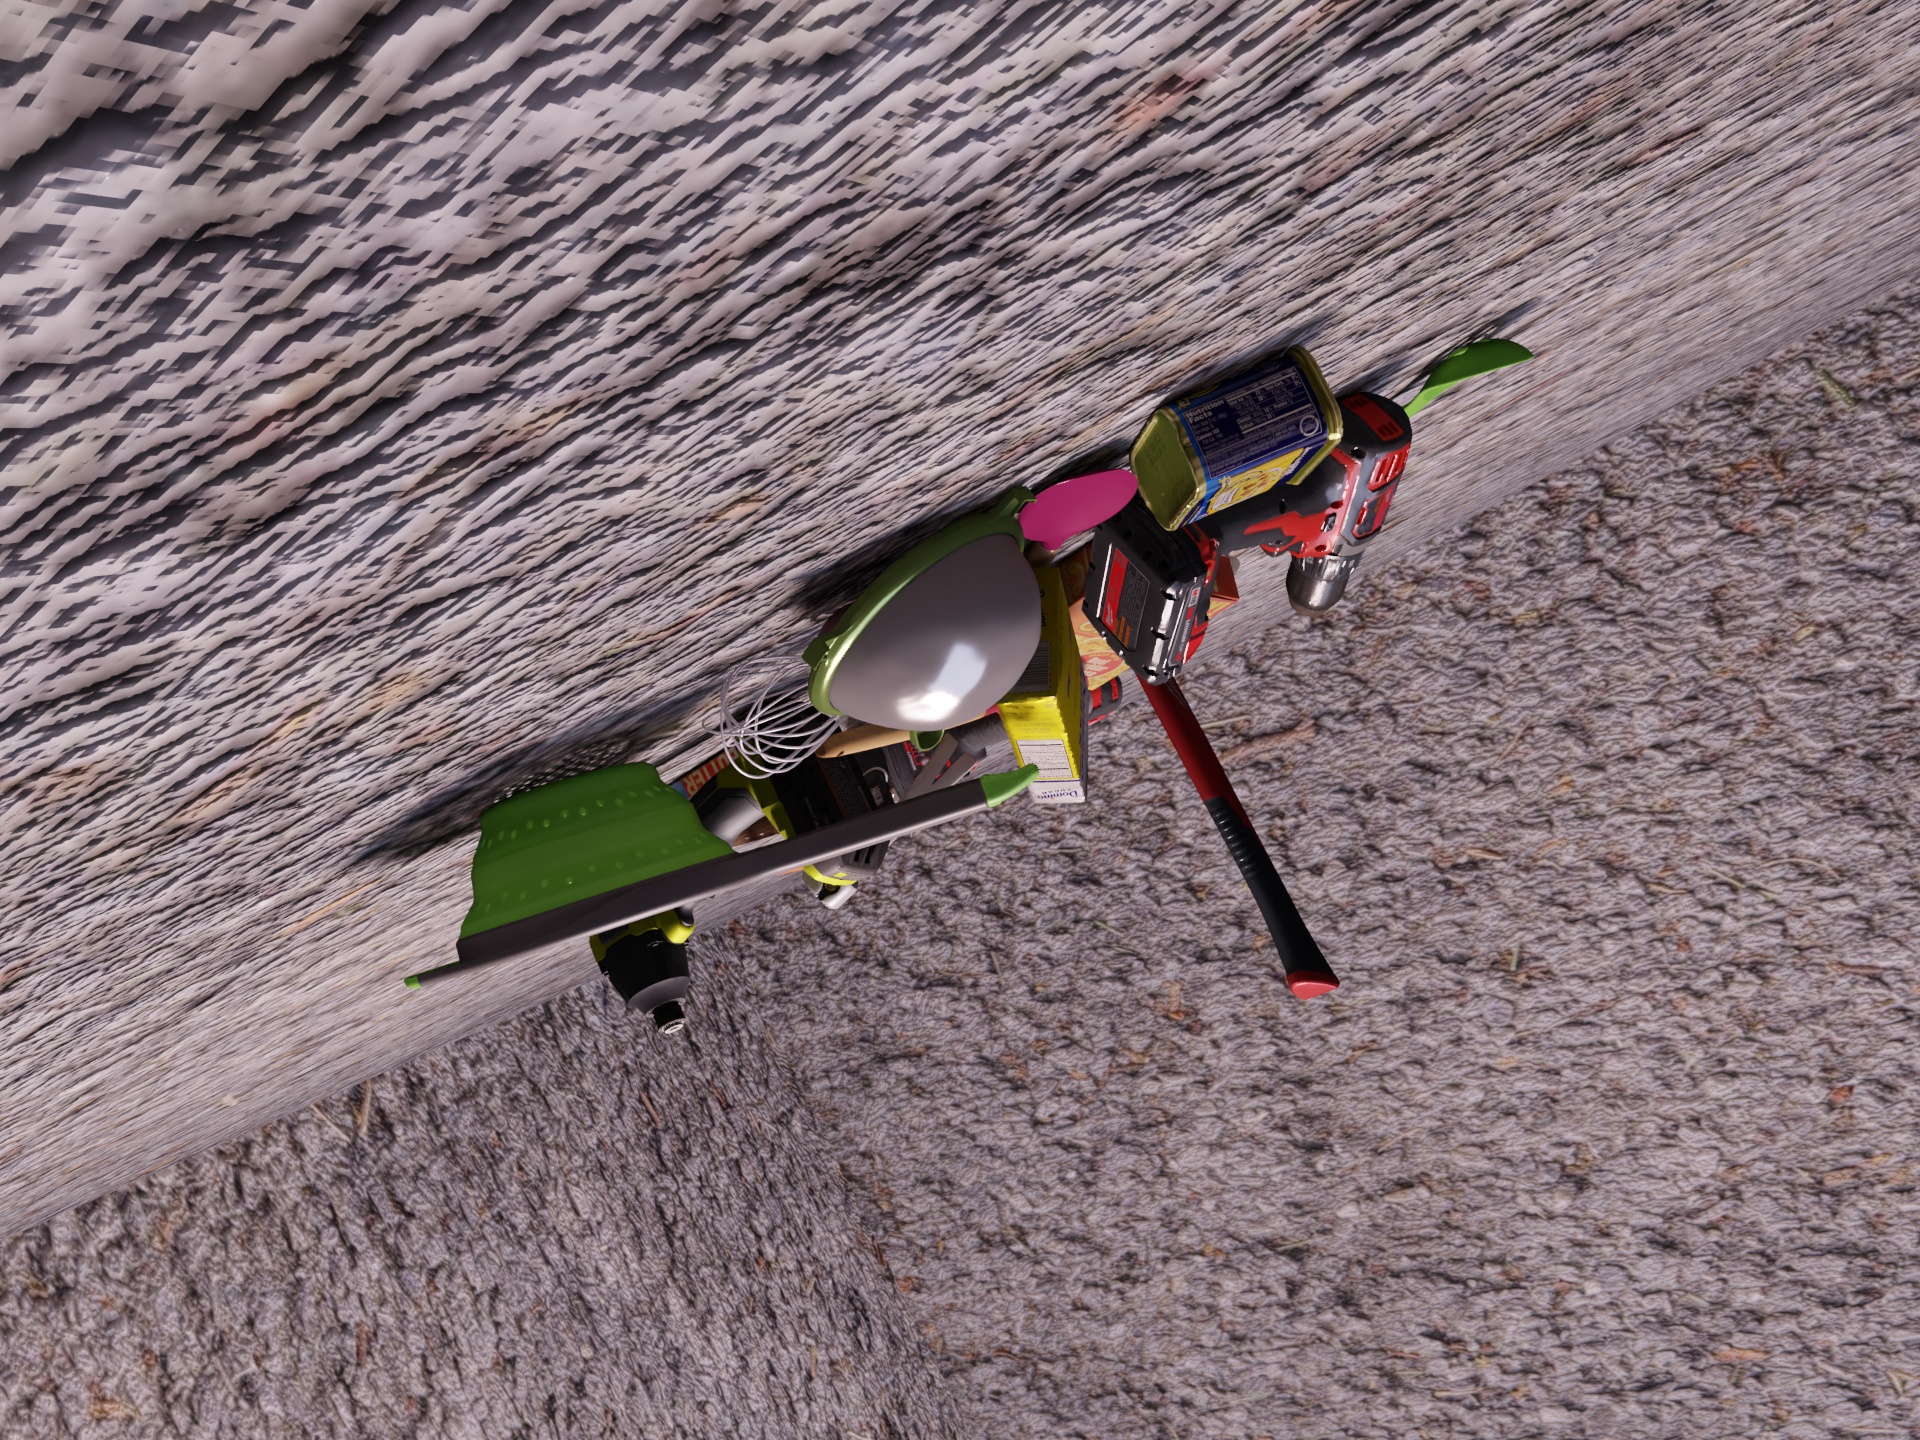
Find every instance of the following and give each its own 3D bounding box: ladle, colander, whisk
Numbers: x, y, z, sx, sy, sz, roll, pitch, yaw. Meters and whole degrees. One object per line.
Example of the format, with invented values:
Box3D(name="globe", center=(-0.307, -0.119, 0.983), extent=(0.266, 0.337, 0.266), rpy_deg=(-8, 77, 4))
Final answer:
Box3D(name="ladle", center=(-0.002, -0.004, 1.112), extent=(0.069, 0.031, 0.315), rpy_deg=(-47, 162, 29))
Box3D(name="colander", center=(-0.151, 0.058, 0.976), extent=(0.397, 0.094, 0.204), rpy_deg=(-18, 177, 1))
Box3D(name="whisk", center=(-0.060, -0.033, 1.009), extent=(0.070, 0.070, 0.284), rpy_deg=(-31, 179, 37))

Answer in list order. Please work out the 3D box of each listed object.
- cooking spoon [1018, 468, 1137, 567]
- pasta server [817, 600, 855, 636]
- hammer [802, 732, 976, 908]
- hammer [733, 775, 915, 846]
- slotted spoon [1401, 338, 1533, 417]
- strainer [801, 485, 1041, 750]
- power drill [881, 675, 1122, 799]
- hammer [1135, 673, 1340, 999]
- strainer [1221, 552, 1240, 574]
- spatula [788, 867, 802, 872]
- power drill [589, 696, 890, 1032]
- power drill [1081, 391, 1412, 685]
Box3D(name="cooking spoon", center=(0.052, -0.107, 0.996), extent=(0.068, 0.017, 0.319), rpy_deg=(-14, 173, -8))
Box3D(name="pasta server", center=(-0.004, -0.047, 1.021), extent=(0.060, 0.040, 0.316), rpy_deg=(-48, 160, 19))
Box3D(name="hammer", center=(-0.069, 0.048, 1.319), extent=(0.149, 0.036, 0.409), rpy_deg=(-44, -170, 1))
Box3D(name="hammer", center=(-0.169, 0.095, 1.549), extent=(0.331, 0.130, 0.031), rpy_deg=(-15, 128, -32))
Box3D(name="slotted spoon", center=(0.297, -0.209, 1.188), extent=(0.070, 0.031, 0.313), rpy_deg=(-23, 176, -32))
Box3D(name="strainer", center=(-0.006, -0.018, 0.913), extent=(0.151, 0.069, 0.256), rpy_deg=(-38, 163, -14))
Box3D(name="power drill", center=(0.035, 0.004, 1.521), extent=(0.219, 0.078, 0.143), rpy_deg=(-21, 179, 31))
Box3D(name="hammer", center=(0.219, 0.050, 1.338), extent=(0.038, 0.386, 0.143), rpy_deg=(-31, 173, 36))
Box3D(name="strainer", center=(0.236, -0.154, 1.347), extent=(0.258, 0.050, 0.087), rpy_deg=(-31, -157, -31))
Box3D(name="spatula", center=(-0.150, 0.083, 1.397), extent=(0.081, 0.041, 0.322), rpy_deg=(-12, 152, -10))
Box3D(name="power drill", center=(-0.168, 0.100, 1.114), extent=(0.223, 0.171, 0.080), rpy_deg=(-33, 159, 17))
Box3D(name="power drill", center=(0.196, -0.110, 1.075), extent=(0.226, 0.080, 0.187), rpy_deg=(-27, 149, -22))
